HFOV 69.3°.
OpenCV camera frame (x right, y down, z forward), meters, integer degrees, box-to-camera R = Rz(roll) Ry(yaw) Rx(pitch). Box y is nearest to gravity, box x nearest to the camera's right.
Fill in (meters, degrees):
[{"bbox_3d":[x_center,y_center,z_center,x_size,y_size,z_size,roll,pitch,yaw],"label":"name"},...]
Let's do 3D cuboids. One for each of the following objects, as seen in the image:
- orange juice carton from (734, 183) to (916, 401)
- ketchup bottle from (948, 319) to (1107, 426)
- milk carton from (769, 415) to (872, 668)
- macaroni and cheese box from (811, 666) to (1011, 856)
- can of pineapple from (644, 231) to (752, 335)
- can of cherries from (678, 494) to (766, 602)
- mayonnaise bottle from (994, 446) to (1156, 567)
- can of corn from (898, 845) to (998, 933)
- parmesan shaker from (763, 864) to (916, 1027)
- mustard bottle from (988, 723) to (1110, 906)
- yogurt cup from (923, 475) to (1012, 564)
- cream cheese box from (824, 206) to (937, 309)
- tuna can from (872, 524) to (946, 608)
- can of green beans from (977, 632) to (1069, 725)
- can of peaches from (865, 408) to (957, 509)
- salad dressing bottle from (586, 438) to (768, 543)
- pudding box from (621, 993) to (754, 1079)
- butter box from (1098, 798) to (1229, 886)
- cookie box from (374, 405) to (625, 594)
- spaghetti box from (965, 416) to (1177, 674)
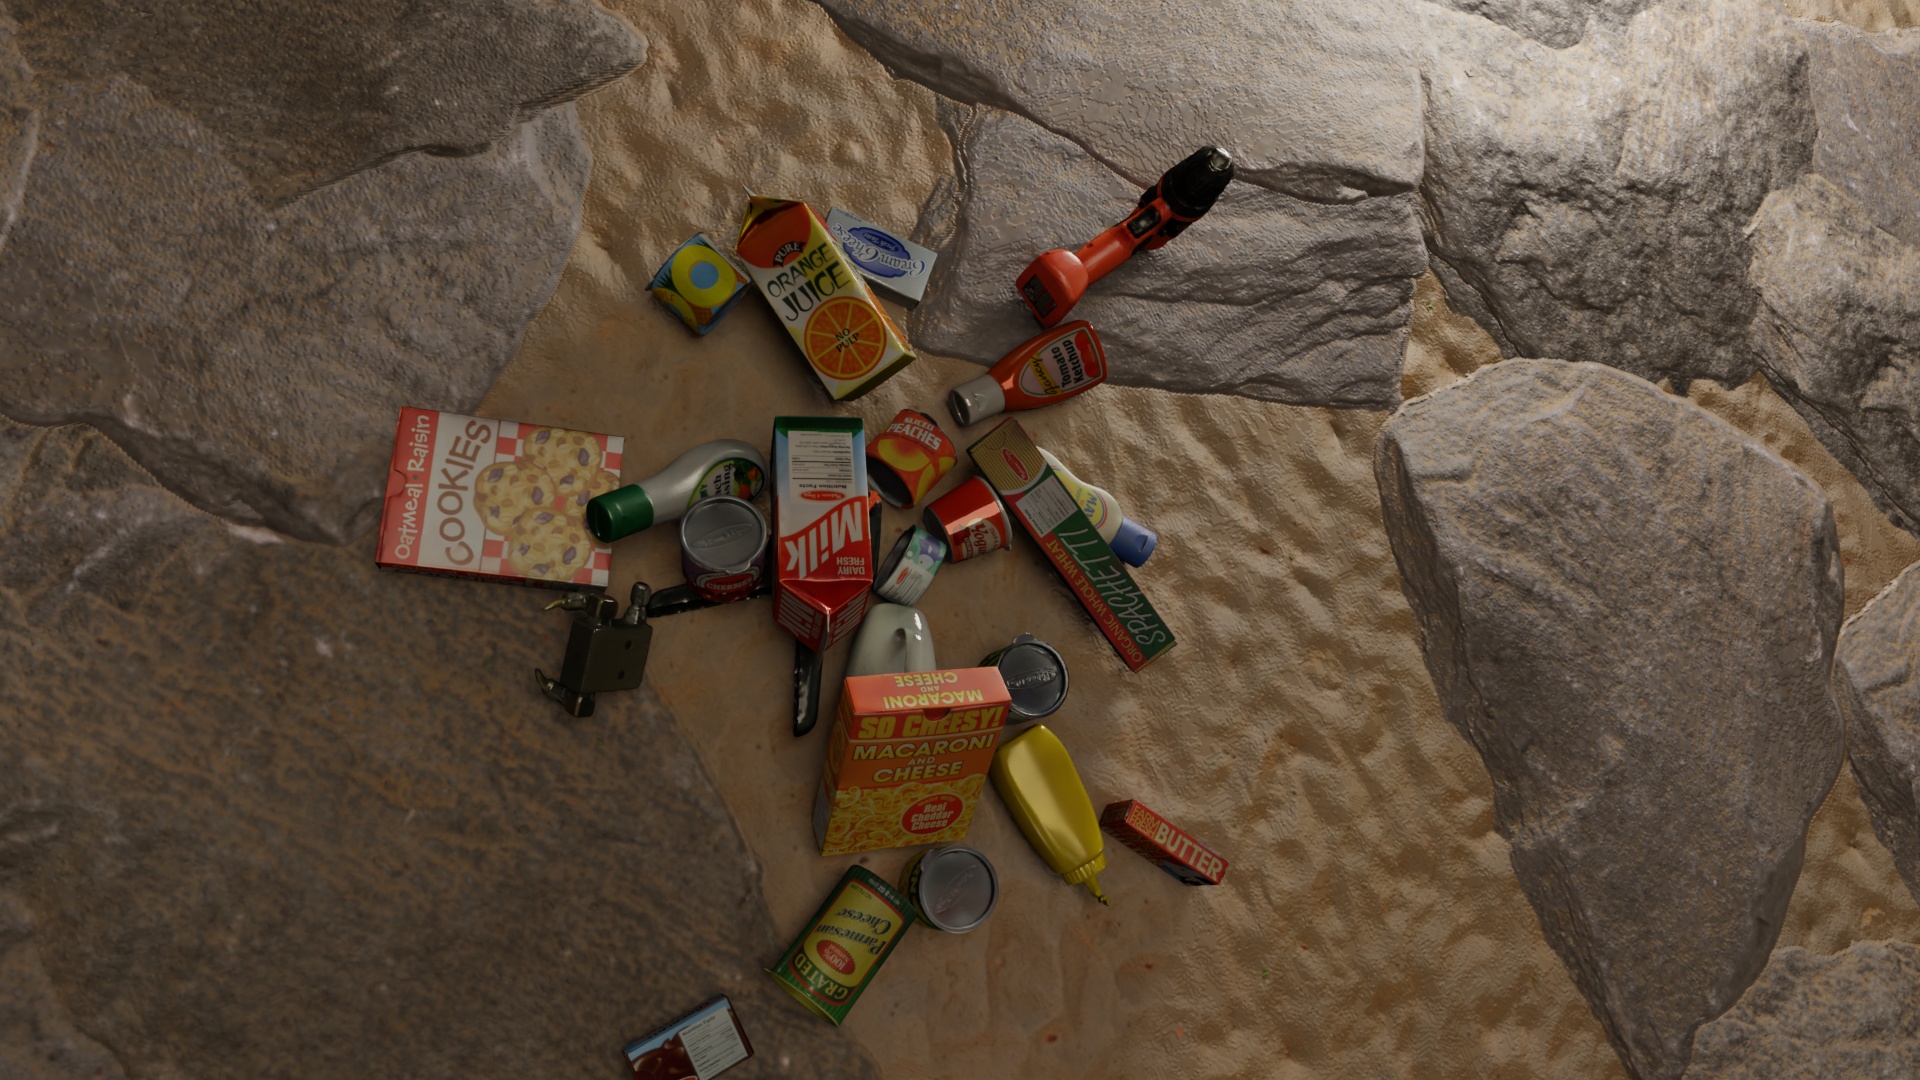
[{"bbox_3d":[-0.123,-0.215,1.170,0.073,0.072,0.192,-34,90,7],"label":"orange juice carton"},{"bbox_3d":[0.059,-0.146,1.248,0.149,0.043,0.064,-26,104,-23],"label":"ketchup bottle"},{"bbox_3d":[-0.111,0.000,1.092,0.073,0.072,0.191,1,61,-11],"label":"milk carton"},{"bbox_3d":[-0.040,0.172,1.069,0.124,0.165,0.040,-2,42,-21],"label":"macaroni and cheese box"},{"bbox_3d":[-0.216,-0.211,1.151,0.058,0.071,0.071,43,66,-6],"label":"can of pineapple"},{"bbox_3d":[-0.184,0.009,1.081,0.071,0.058,0.072,4,59,-7],"label":"can of cherries"},{"bbox_3d":[0.104,-0.026,1.235,0.148,0.041,0.065,29,76,-11],"label":"mayonnaise bottle"},{"bbox_3d":[-0.012,0.275,1.106,0.071,0.058,0.071,5,75,-19],"label":"can of corn"},{"bbox_3d":[-0.091,0.307,1.065,0.071,0.071,0.103,41,66,-6],"label":"parmesan shaker"},{"bbox_3d":[0.081,0.234,1.156,0.065,0.048,0.160,-26,87,-24],"label":"mustard bottle"},{"bbox_3d":[0.004,-0.015,1.185,0.054,0.072,0.072,-26,86,-16],"label":"yogurt cup"},{"bbox_3d":[-0.077,-0.251,1.236,0.104,0.024,0.053,22,71,-14],"label":"cream cheese box"},{"bbox_3d":[-0.042,0.022,1.158,0.033,0.071,0.071,32,68,-11],"label":"tuna can"},{"bbox_3d":[0.050,0.120,1.169,0.071,0.057,0.071,5,75,-19],"label":"can of green beans"},{"bbox_3d":[-0.046,-0.070,1.176,0.071,0.071,0.058,45,67,-5],"label":"can of peaches"},{"bbox_3d":[-0.221,-0.037,1.092,0.044,0.064,0.148,31,39,33],"label":"salad dressing bottle"},{"bbox_3d":[-0.201,0.377,1.024,0.084,0.030,0.049,-25,87,-24],"label":"pudding box"},{"bbox_3d":[0.172,0.258,1.182,0.103,0.053,0.024,35,66,-9],"label":"butter box"},{"bbox_3d":[-0.351,-0.030,1.068,0.168,0.040,0.123,8,75,-19],"label":"cookie box"},{"bbox_3d":[0.097,0.006,1.201,0.050,0.029,0.249,-37,103,-1],"label":"spaghetti box"}]
